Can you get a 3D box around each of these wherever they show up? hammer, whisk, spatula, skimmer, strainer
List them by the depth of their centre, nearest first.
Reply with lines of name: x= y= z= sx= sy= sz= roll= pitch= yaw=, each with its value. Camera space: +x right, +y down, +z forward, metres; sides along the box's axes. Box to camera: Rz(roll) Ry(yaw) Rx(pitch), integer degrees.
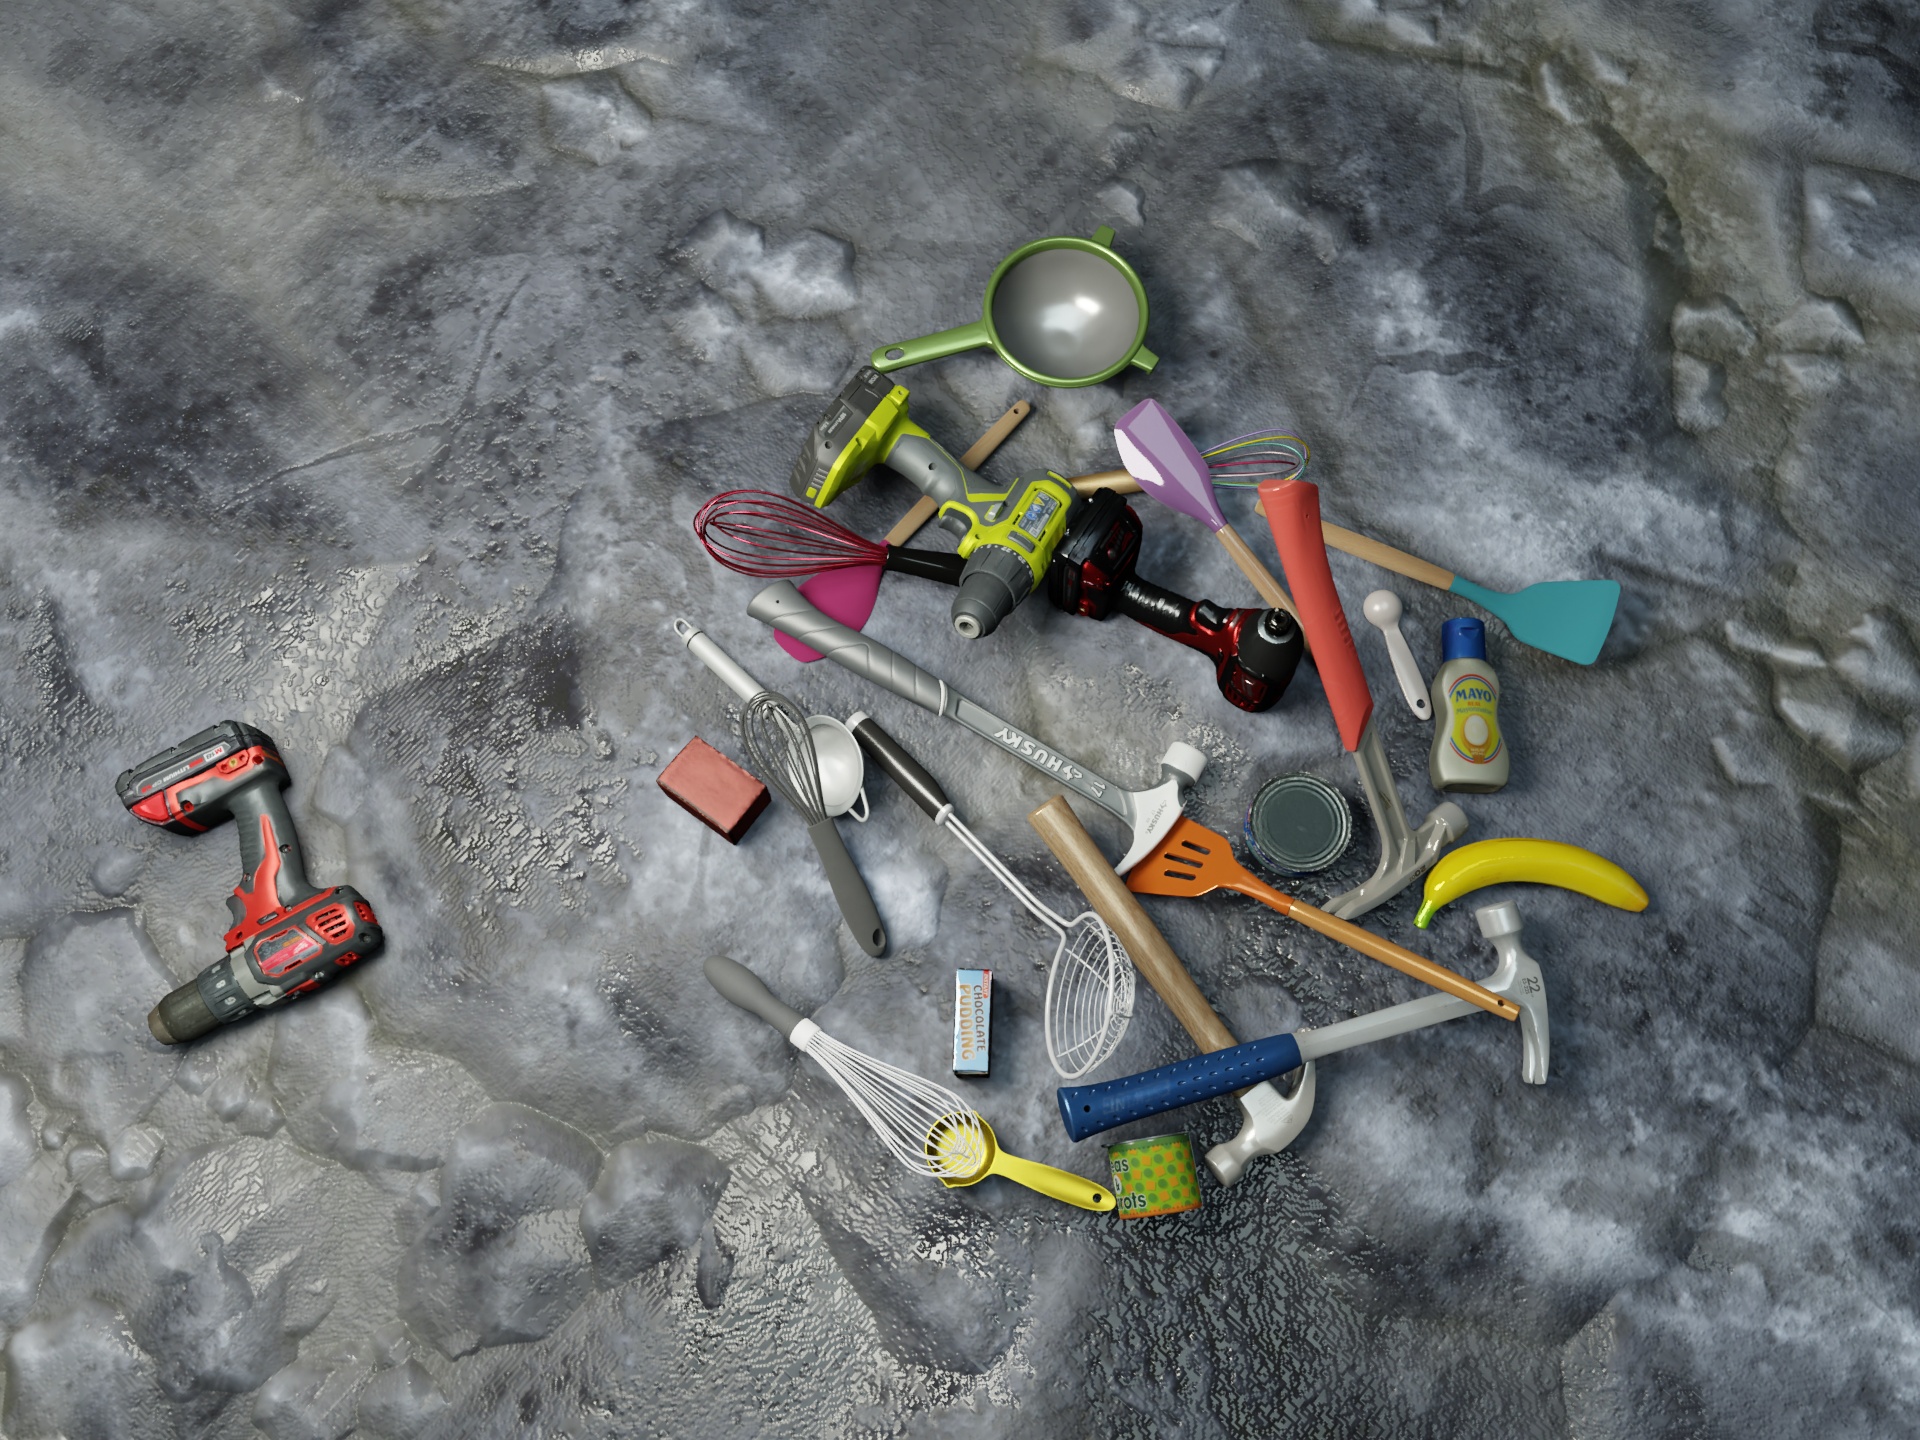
hammer: x=0.275 y=0.261 z=1.248 sx=0.405 sy=0.035 sz=0.144 roll=-14 pitch=80 yaw=-10
whisk: x=-0.097 y=0.266 z=1.252 sx=0.285 sy=0.070 sz=0.070 roll=32 pitch=75 yaw=22
hammer: x=0.299 y=-0.022 z=1.261 sx=0.149 sy=0.037 sz=0.358 roll=-31 pitch=111 yaw=-20
spatula: x=0.287 y=0.163 z=1.267 sx=0.323 sy=0.041 sz=0.081 roll=25 pitch=69 yaw=22
skimmer: x=0.008 y=0.126 z=1.278 sx=0.090 sy=0.127 sz=0.363 roll=-23 pitch=59 yaw=-43
hammer: x=0.166 y=0.200 z=1.281 sx=0.130 sy=0.031 sz=0.331 roll=-35 pitch=85 yaw=-13
whisk: x=-0.117 y=0.086 z=1.304 sx=0.055 sy=0.055 sz=0.239 roll=-25 pitch=93 yaw=-8
hammer: x=-0.002 y=-0.004 z=1.353 sx=0.409 sy=0.036 sz=0.149 roll=30 pitch=79 yaw=7
strainer: x=-0.156 y=-0.007 z=1.359 sx=0.258 sy=0.050 sz=0.086 roll=42 pitch=121 yaw=16
whisk: x=-0.084 y=-0.144 z=1.375 sx=0.295 sy=0.073 sz=0.073 roll=9 pitch=73 yaw=-13
spatula: x=0.243 y=-0.147 z=1.393 sx=0.060 sy=0.018 sz=0.316 roll=-39 pitch=86 yaw=6
spatula: x=0.411 y=-0.137 z=1.400 sx=0.317 sy=0.044 sz=0.082 roll=22 pitch=78 yaw=7
whisk: x=0.193 y=-0.217 z=1.428 sx=0.245 sy=0.047 sz=0.051 roll=-8 pitch=75 yaw=2
strainer: x=0.044 y=-0.346 z=1.449 sx=0.256 sy=0.069 sz=0.151 roll=-16 pitch=76 yaw=-4

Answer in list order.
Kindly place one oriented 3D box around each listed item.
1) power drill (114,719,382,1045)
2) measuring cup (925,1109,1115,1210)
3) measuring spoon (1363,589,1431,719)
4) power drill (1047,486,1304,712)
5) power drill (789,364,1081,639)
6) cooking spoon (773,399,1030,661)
power drill: x=-0.601 y=0.135 z=1.297 sx=0.188 sy=0.080 sz=0.227 roll=-30 pitch=78 yaw=-8
measuring cup: x=0.047 y=0.356 z=1.258 sx=0.156 sy=0.029 sz=0.062 roll=19 pitch=74 yaw=3
measuring spoon: x=0.387 y=-0.059 z=1.389 sx=0.034 sy=0.018 sz=0.124 roll=-16 pitch=75 yaw=-5
power drill: x=0.186 y=-0.097 z=1.337 sx=0.220 sy=0.143 sz=0.078 roll=32 pitch=73 yaw=11
power drill: x=-0.025 y=-0.182 z=1.349 sx=0.228 sy=0.080 sz=0.191 roll=33 pitch=51 yaw=-2
cooking spoon: x=-0.046 y=-0.175 z=1.422 sx=0.069 sy=0.017 sz=0.319 roll=41 pitch=78 yaw=11
